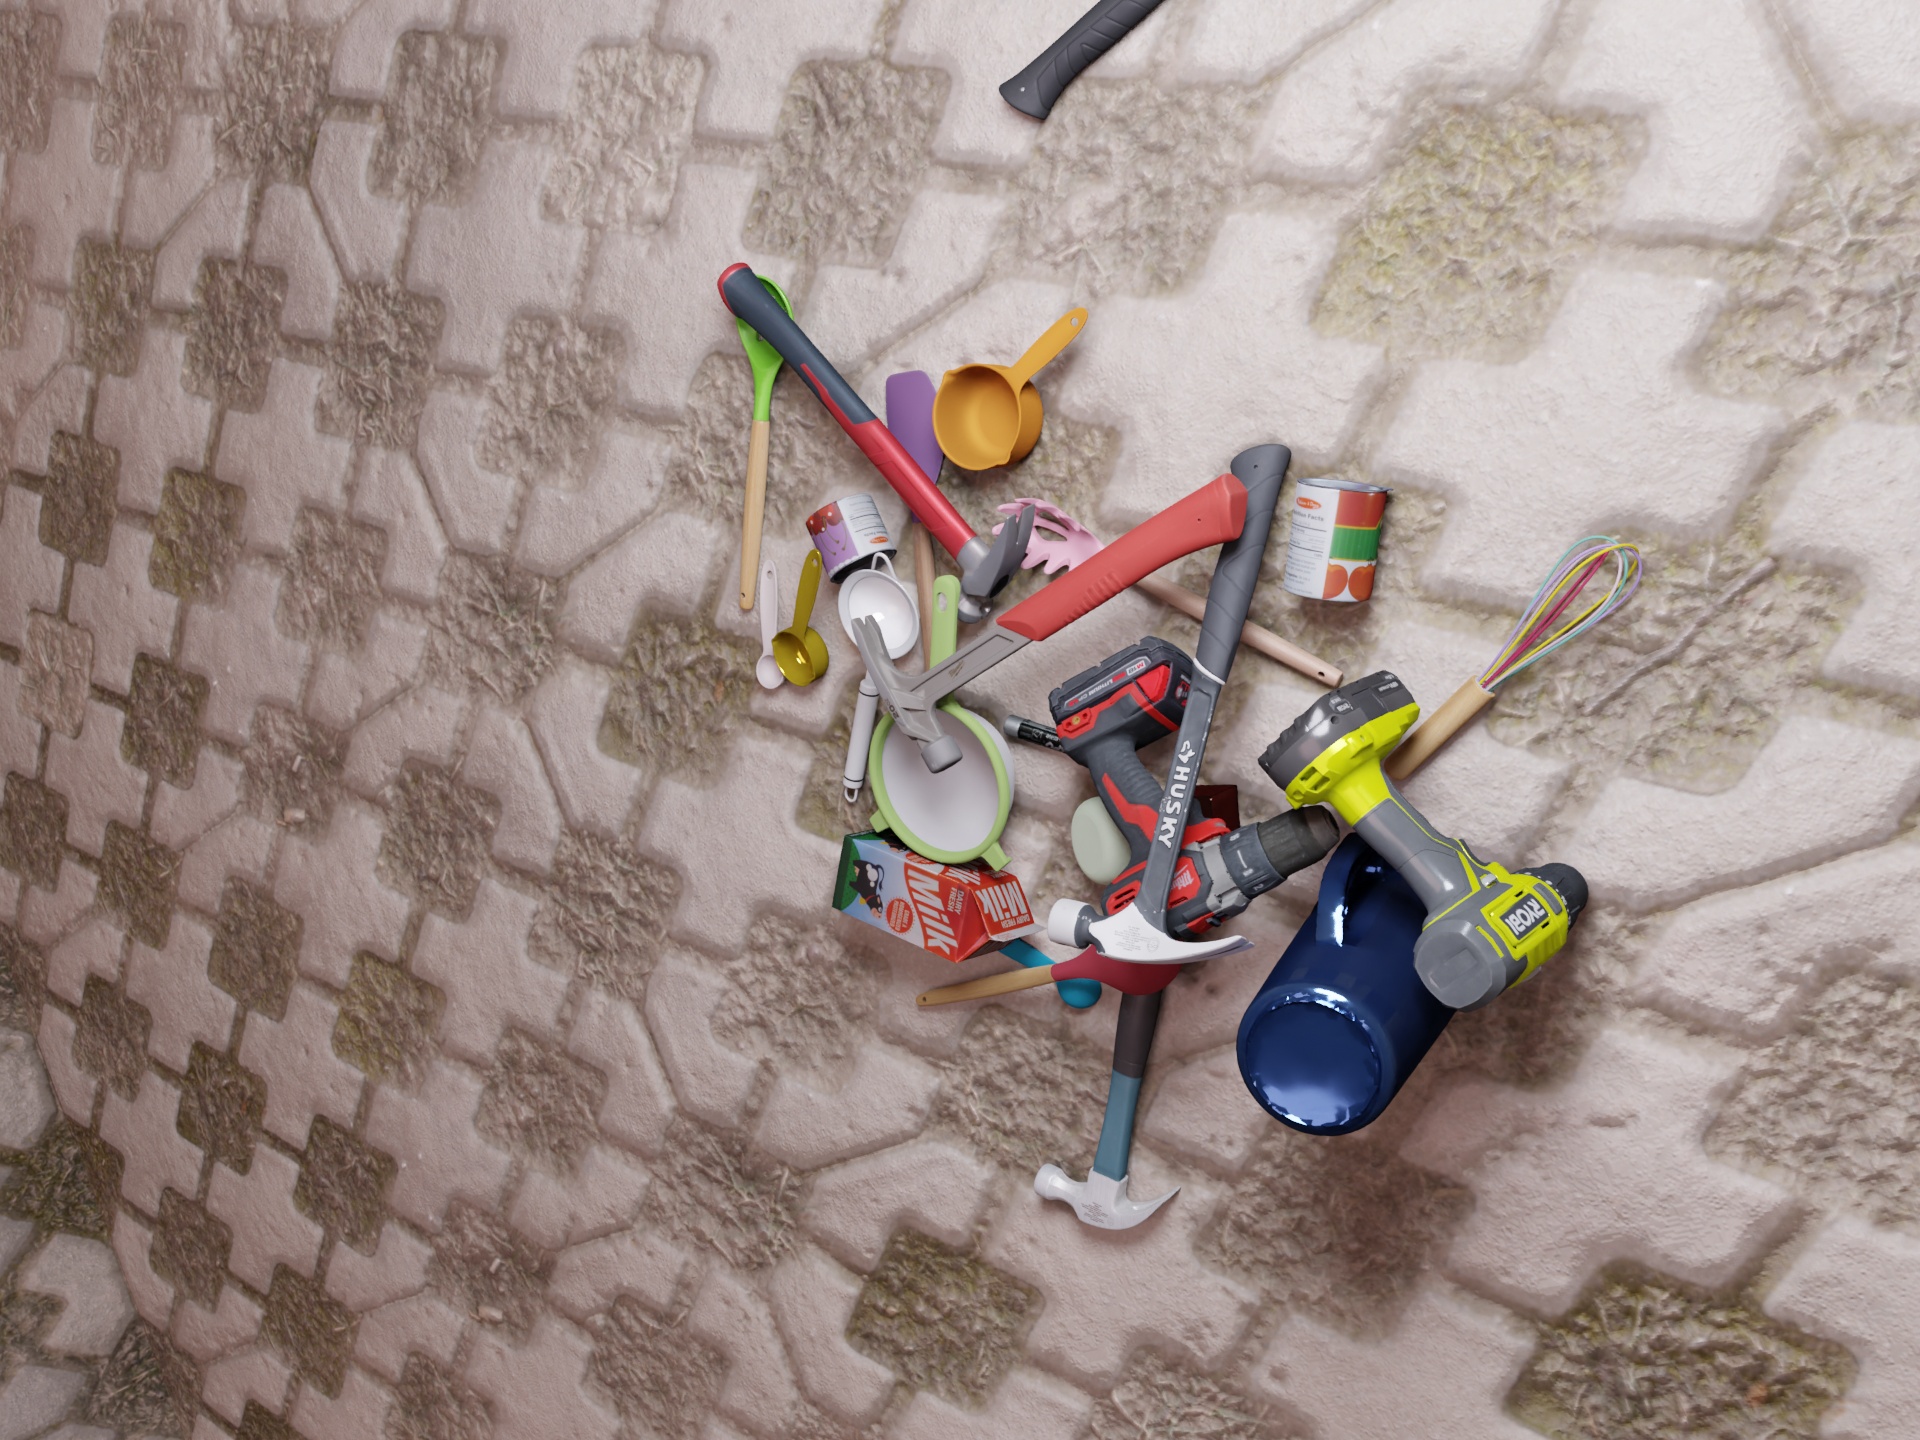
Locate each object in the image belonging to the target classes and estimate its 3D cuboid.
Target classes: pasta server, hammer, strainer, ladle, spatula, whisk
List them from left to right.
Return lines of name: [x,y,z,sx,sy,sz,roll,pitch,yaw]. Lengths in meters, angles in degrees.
hammer: [-0.081,-0.264,1.365,0.386,0.038,0.143,51,147,14]
strainer: [-0.082,-0.038,1.460,0.087,0.050,0.258,23,117,23]
spatula: [-0.031,-0.151,1.416,0.060,0.018,0.316,0,98,31]
strainer: [-0.002,-0.004,1.388,0.151,0.069,0.256,15,111,34]
ladle: [0.066,0.224,1.398,0.315,0.031,0.069,-21,78,44]
hammer: [0.069,-0.097,1.256,0.359,0.036,0.149,-32,83,33]
hammer: [0.146,0.291,1.376,0.128,0.033,0.331,18,109,31]
pasta server: [0.164,-0.102,1.284,0.316,0.040,0.060,31,127,24]
hammer: [0.157,-0.574,1.197,0.335,0.035,0.146,-31,83,34]
hammer: [0.184,-0.017,1.179,0.149,0.036,0.409,9,77,30]
whisk: [0.389,-0.041,1.143,0.051,0.047,0.245,49,125,15]

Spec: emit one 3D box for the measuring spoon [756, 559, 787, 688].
measuring spoon: [-0.180,-0.093,1.533,0.034,0.018,0.124,1,93,34]

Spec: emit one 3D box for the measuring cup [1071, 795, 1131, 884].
measuring cup: [0.139,0.118,1.294,0.168,0.038,0.083,-134,42,-56]

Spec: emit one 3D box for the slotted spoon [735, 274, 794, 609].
slotted spoon: [-0.191,-0.257,1.498,0.070,0.031,0.313,17,110,30]

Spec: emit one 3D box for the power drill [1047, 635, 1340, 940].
power drill: [0.175,0.049,1.225,0.188,0.080,0.227,-29,57,22]

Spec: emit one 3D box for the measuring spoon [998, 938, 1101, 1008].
measuring spoon: [0.066,0.219,1.421,0.129,0.021,0.042,26,112,26]

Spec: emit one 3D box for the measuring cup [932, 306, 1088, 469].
measuring cup: [0.054,-0.279,1.315,0.173,0.052,0.095,-40,77,31]

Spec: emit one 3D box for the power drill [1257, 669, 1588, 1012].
power drill: [0.334,0.079,1.116,0.229,0.190,0.080,53,131,17]

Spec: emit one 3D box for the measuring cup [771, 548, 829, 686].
measuring cup: [-0.137,-0.098,1.466,0.062,0.029,0.156,40,135,24]
